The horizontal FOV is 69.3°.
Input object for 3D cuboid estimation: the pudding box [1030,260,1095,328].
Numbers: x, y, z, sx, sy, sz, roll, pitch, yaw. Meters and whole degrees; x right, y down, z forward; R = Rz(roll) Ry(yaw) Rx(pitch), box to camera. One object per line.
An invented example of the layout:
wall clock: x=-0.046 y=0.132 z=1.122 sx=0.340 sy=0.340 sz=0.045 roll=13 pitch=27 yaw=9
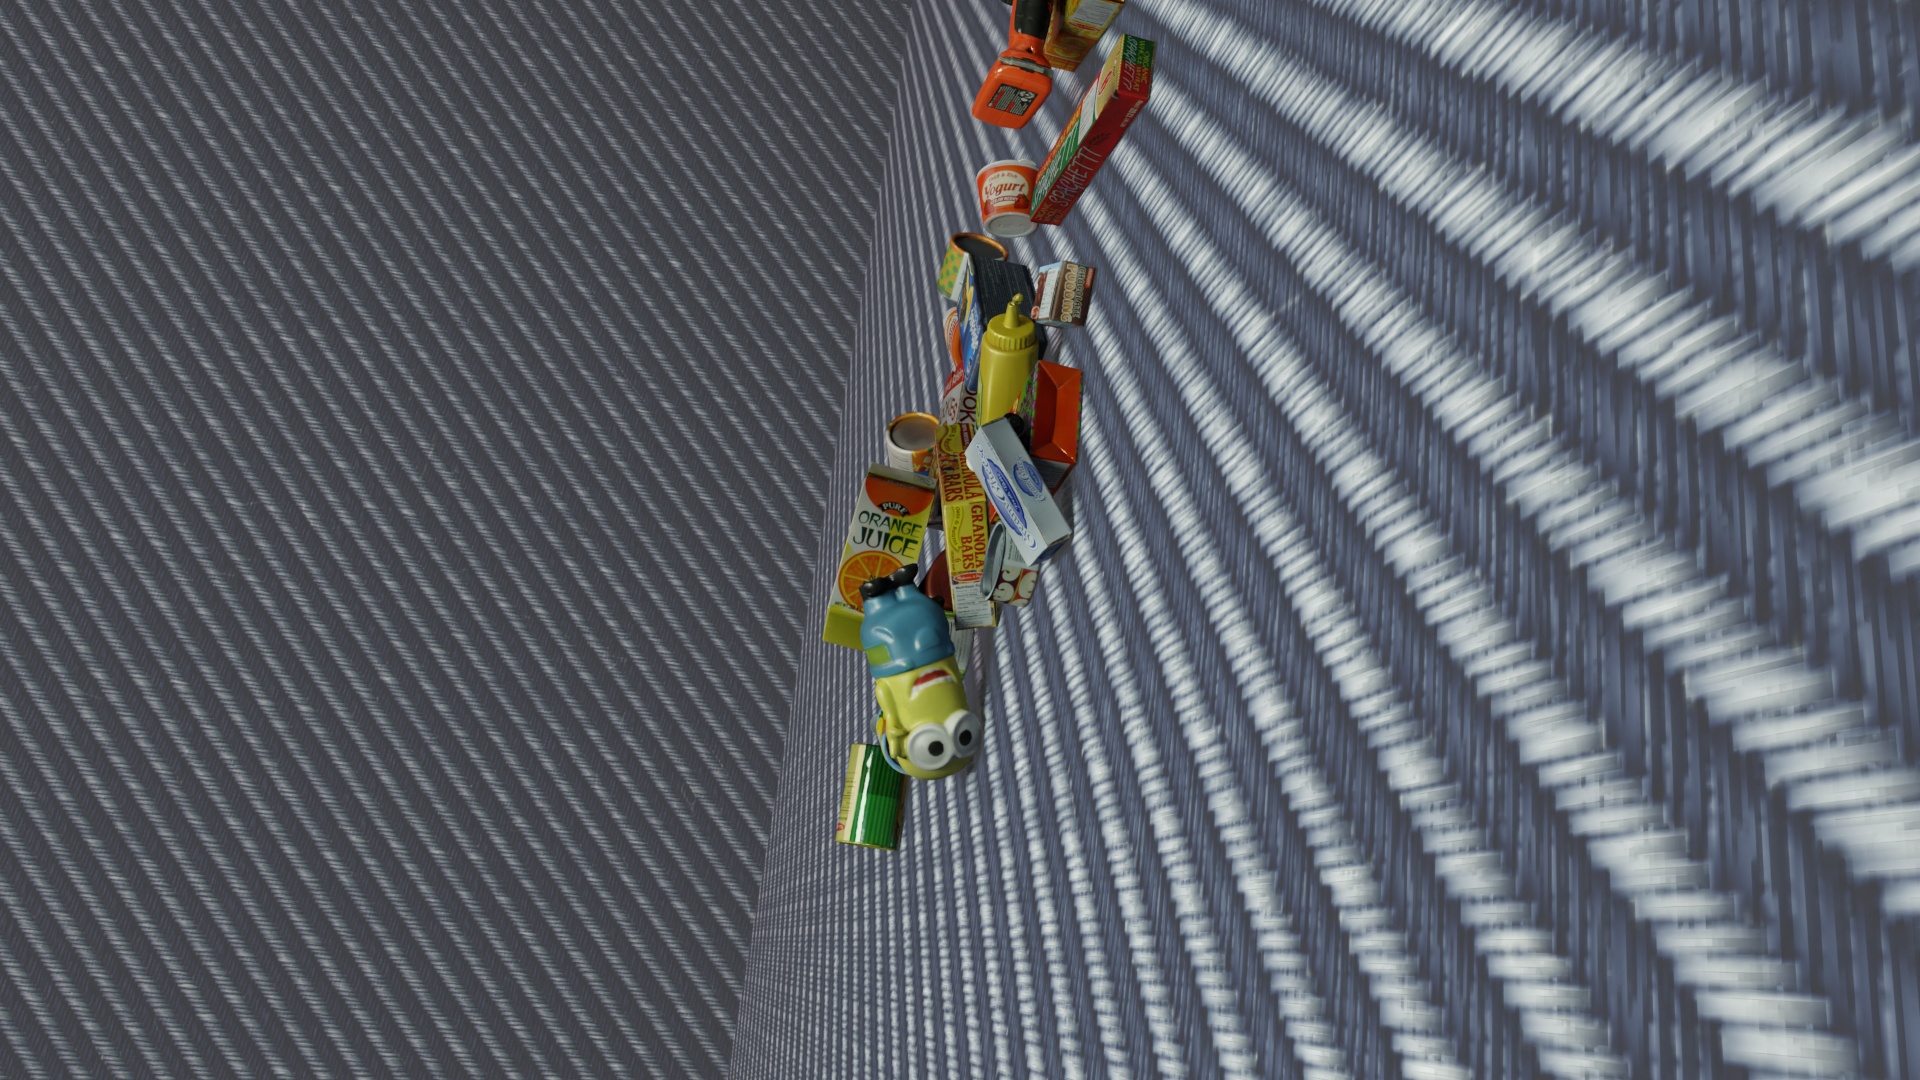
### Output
pudding box: x=0.082 y=-0.199 z=1.126 sx=0.084 sy=0.030 sz=0.049 roll=-140 pitch=61 yaw=-79

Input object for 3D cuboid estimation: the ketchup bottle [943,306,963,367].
ketchup bottle: x=0.006 y=-0.231 z=1.542 sx=0.149 sy=0.043 sz=0.064 roll=-108 pitch=25 yaw=-71

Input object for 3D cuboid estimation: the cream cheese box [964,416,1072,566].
cream cheese box: x=0.042 y=-0.035 z=1.030 sx=0.104 sy=0.024 sz=0.053 roll=61 pitch=159 yaw=11

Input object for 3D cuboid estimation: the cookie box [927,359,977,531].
cookie box: x=-0.002 y=-0.098 z=1.444 sx=0.123 sy=0.040 sz=0.167 roll=156 pitch=125 yaw=-78

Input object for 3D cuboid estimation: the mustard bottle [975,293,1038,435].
mustard bottle: x=0.039 y=-0.140 z=1.166 sx=0.066 sy=0.049 sz=0.159 roll=-90 pitch=3 yaw=-50

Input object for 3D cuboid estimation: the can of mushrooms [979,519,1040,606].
can of mushrooms: x=0.040 y=0.020 z=1.109 sx=0.071 sy=0.033 sz=0.071 roll=-167 pitch=88 yaw=-79

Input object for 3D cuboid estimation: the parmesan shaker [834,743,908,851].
parmesan shaker: x=-0.090 y=0.270 z=1.459 sx=0.071 sy=0.071 sz=0.103 roll=135 pitch=146 yaw=-72

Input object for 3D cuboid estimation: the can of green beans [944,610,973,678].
can of green beans: x=-0.024 y=0.097 z=1.303 sx=0.071 sy=0.058 sz=0.071 roll=-167 pitch=88 yaw=-80

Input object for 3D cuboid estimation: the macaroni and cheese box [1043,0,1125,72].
macaroni and cheese box: x=0.116 y=-0.512 z=1.249 sx=0.166 sy=0.040 sz=0.123 roll=171 pitch=111 yaw=-79

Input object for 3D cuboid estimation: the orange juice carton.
orange juice carton: x=-0.076 y=0.009 z=1.359 sx=0.072 sy=0.072 sz=0.193 roll=109 pitch=175 yaw=-59

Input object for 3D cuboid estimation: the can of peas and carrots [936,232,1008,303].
can of peas and carrots: x=0.012 y=-0.295 z=1.506 sx=0.071 sy=0.071 sz=0.058 roll=-93 pitch=18 yaw=-54

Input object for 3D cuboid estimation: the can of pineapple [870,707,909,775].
can of pineapple: x=-0.046 y=0.182 z=1.304 sx=0.058 sy=0.071 sz=0.071 roll=-133 pitch=55 yaw=-78

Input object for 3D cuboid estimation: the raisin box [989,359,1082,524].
raisin box: x=0.058 y=-0.072 z=1.095 sx=0.123 sy=0.040 sz=0.086 roll=119 pitch=158 yaw=-62

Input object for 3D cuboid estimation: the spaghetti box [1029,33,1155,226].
spaghetti box: x=0.104 y=-0.332 z=1.150 sx=0.249 sy=0.029 sz=0.050 roll=140 pitch=140 yaw=-74

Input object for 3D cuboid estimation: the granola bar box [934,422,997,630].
granola bar box: x=0.004 y=-0.015 z=1.232 sx=0.166 sy=0.039 sz=0.123 roll=-98 pitch=3 yaw=-62

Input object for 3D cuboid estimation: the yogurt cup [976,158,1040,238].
yogurt cup: x=0.049 y=-0.332 z=1.361 sx=0.072 sy=0.072 sz=0.054 roll=131 pitch=140 yaw=-70

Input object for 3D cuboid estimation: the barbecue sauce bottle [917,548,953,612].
barbecue sauce bottle: x=-0.024 y=0.056 z=1.387 sx=0.148 sy=0.044 sz=0.065 roll=124 pitch=169 yaw=-68

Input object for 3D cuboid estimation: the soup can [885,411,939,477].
soup can: x=-0.045 y=-0.094 z=1.552 sx=0.083 sy=0.071 sz=0.072 roll=85 pitch=-174 yaw=-49
